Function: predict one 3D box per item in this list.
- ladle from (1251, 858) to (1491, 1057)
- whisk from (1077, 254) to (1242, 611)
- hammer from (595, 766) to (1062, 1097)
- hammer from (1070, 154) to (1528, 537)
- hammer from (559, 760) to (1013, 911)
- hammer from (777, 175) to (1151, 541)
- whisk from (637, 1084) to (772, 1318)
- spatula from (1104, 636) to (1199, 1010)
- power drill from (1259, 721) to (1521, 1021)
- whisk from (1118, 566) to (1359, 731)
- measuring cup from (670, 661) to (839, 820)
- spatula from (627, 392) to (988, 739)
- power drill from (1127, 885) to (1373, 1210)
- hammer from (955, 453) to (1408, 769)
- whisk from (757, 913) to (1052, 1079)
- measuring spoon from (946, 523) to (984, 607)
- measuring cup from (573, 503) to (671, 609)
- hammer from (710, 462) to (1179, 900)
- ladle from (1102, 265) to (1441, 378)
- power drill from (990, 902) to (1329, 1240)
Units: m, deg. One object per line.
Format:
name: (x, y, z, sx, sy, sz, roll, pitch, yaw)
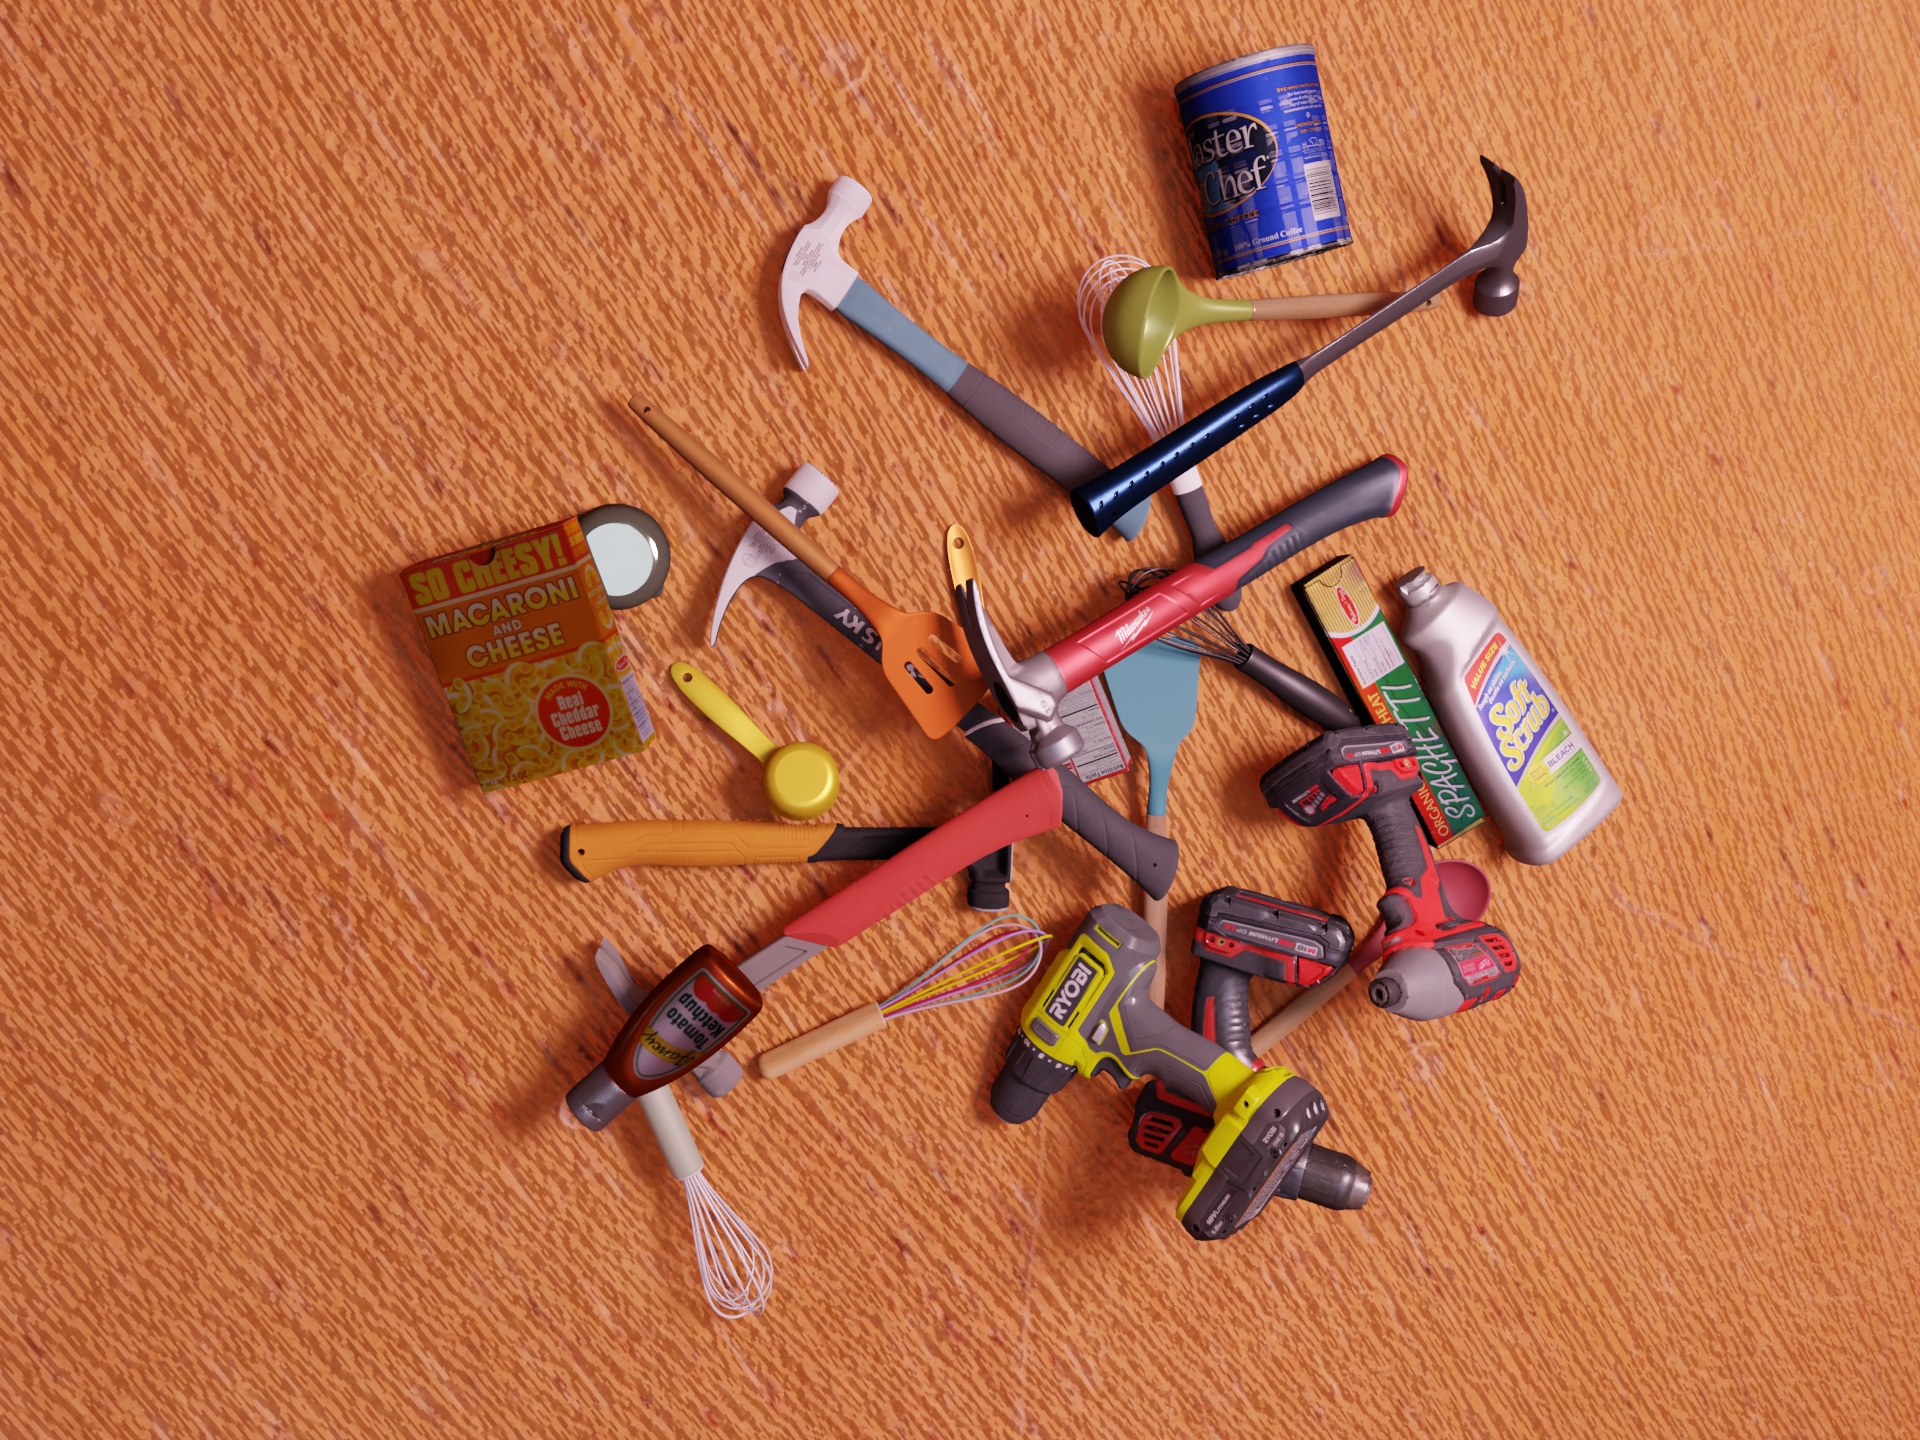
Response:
ladle: (0.299, 0.219, 1.295, 0.315, 0.031, 0.069, -38, 98, -3)
whisk: (0.157, -0.211, 1.196, 0.070, 0.070, 0.284, -25, 107, -7)
hammer: (-0.084, 0.131, 1.156, 0.359, 0.037, 0.149, -33, 107, 9)
hammer: (0.252, -0.261, 1.156, 0.405, 0.035, 0.143, -34, 148, -9)
hammer: (-0.125, 0.084, 1.185, 0.336, 0.034, 0.127, -1, 98, -11)
hammer: (0.009, -0.245, 1.169, 0.331, 0.033, 0.128, 35, 89, -14)
whisk: (-0.201, 0.343, 1.191, 0.058, 0.059, 0.246, -30, 106, -34)
spatula: (0.152, 0.095, 1.251, 0.082, 0.044, 0.317, -3, 103, -13)
power drill: (0.320, 0.117, 1.190, 0.143, 0.078, 0.220, -7, 65, -38)
whisk: (0.219, -0.050, 1.233, 0.238, 0.055, 0.055, 30, 91, -20)
measuring cup: (-0.152, 0.010, 1.154, 0.156, 0.029, 0.062, 42, 76, 1)
spatula: (-0.109, -0.118, 1.125, 0.322, 0.041, 0.081, 41, 86, -2)
power drill: (0.243, 0.258, 1.229, 0.188, 0.080, 0.226, 15, 94, 16)
hammer: (0.177, -0.118, 1.168, 0.386, 0.038, 0.143, -31, 96, -22)
whisk: (-0.042, 0.213, 1.217, 0.245, 0.047, 0.051, -24, 103, -4)
measuring spoon: (0.007, -0.091, 1.203, 0.021, 0.011, 0.117, -13, 96, -9)
measuring cup: (-0.275, -0.082, 1.129, 0.083, 0.038, 0.167, 43, 88, -14)
hammer: (-0.002, -0.004, 1.167, 0.409, 0.036, 0.149, 39, 86, -6)
ladle: (0.238, -0.296, 1.159, 0.320, 0.062, 0.078, -10, 124, -28)
power drill: (0.138, 0.275, 1.188, 0.229, 0.080, 0.190, 38, 106, 27)
